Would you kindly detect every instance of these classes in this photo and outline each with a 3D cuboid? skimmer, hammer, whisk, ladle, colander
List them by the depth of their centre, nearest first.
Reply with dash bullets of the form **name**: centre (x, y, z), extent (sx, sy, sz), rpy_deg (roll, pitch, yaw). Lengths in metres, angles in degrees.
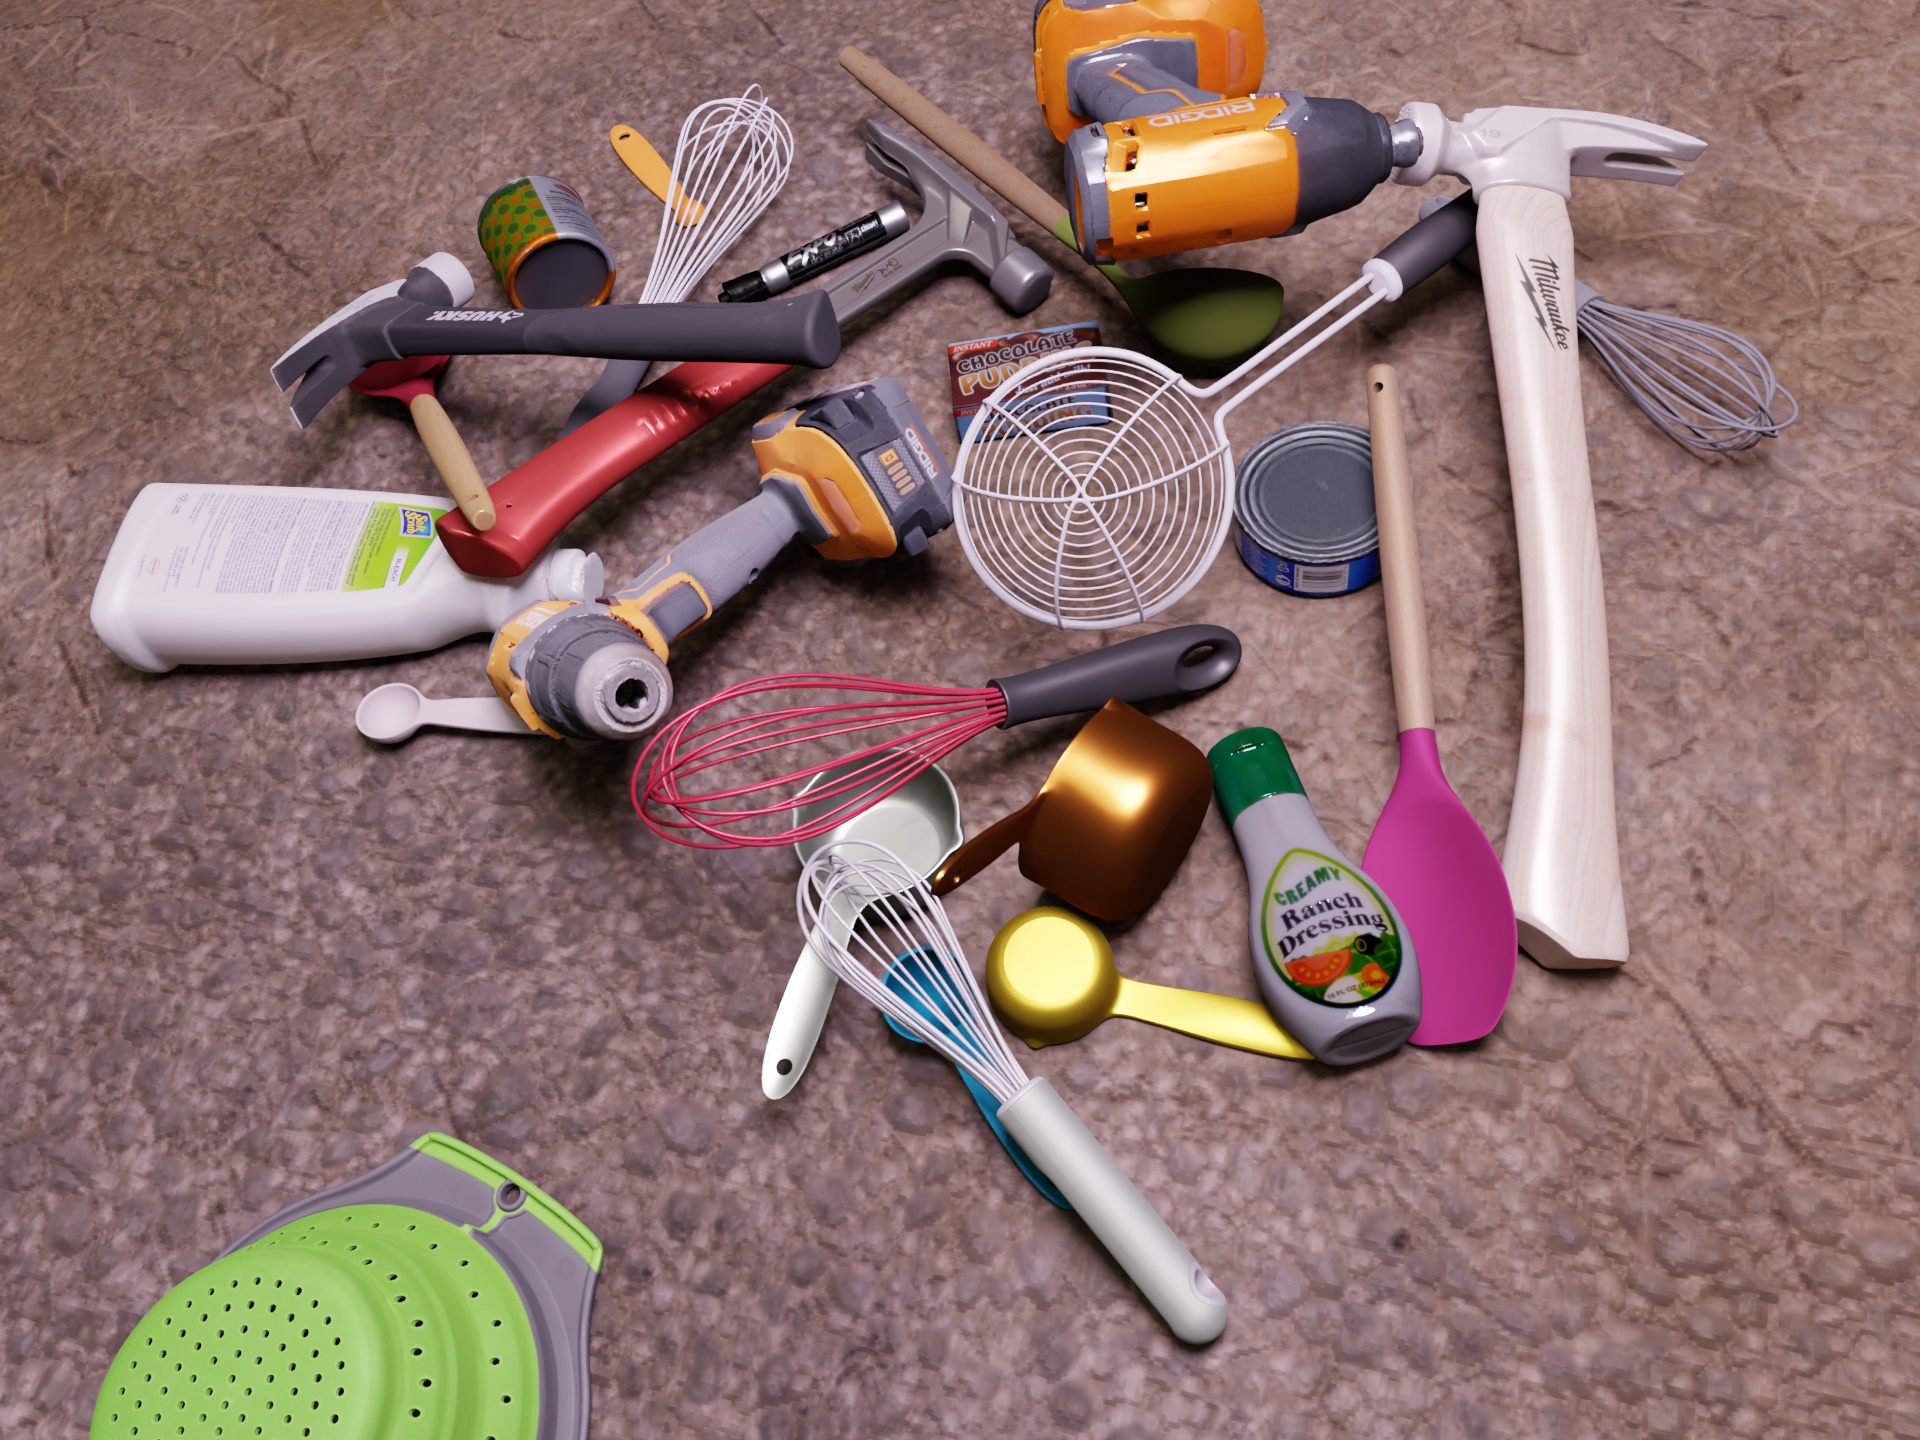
- **colander**: centre (-0.294, 0.329, 0.571), extent (0.205, 0.094, 0.397), rpy_deg (24, 66, 22)
- **whisk**: centre (0.018, 0.145, 0.634), extent (0.246, 0.057, 0.059), rpy_deg (48, 111, 15)
- **whisk**: centre (-0.001, -0.002, 0.699), extent (0.295, 0.073, 0.073), rpy_deg (-14, 56, -23)
- **hammer**: centre (0.274, -0.095, 0.711), extent (0.146, 0.038, 0.411), rpy_deg (4, 72, -3)
- **skimmer**: centre (0.152, -0.176, 0.779), extent (0.363, 0.090, 0.127), rpy_deg (-38, 92, -26)
- **hammer**: centre (-0.201, -0.193, 0.800), extent (0.335, 0.035, 0.146), rpy_deg (9, 43, 31)
- **whisk**: centre (0.320, -0.209, 0.809), extent (0.055, 0.055, 0.239), rpy_deg (-33, 55, -10)
- **ladle**: centre (-0.278, -0.159, 0.836), extent (0.069, 0.031, 0.316), rpy_deg (-31, 36, -9)
- **hammer**: centre (-0.124, -0.194, 0.844), extent (0.359, 0.036, 0.149), rpy_deg (-39, 72, -22)
- **ladle**: centre (0.046, -0.298, 0.878), extent (0.320, 0.078, 0.062), rpy_deg (44, 106, 22)
- **whisk**: centre (-0.168, -0.253, 0.921), extent (0.070, 0.070, 0.285), rpy_deg (14, 68, 17)

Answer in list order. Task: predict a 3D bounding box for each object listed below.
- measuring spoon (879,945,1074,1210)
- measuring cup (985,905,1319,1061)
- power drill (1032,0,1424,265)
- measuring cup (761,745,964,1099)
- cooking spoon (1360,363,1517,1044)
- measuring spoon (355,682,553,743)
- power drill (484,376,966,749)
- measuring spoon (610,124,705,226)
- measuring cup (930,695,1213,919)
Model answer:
- **measuring spoon**: centre (0.012, 0.152, 0.671), extent (0.042, 0.021, 0.129), rpy_deg (-35, 69, -7)
- **measuring cup**: centre (0.085, 0.116, 0.667), extent (0.156, 0.029, 0.062), rpy_deg (10, 62, 15)
- **power drill**: centre (0.123, -0.306, 0.794), extent (0.164, 0.084, 0.227), rpy_deg (-9, 41, 0)
- **measuring cup**: centre (-0.049, 0.091, 0.703), extent (0.083, 0.038, 0.168), rpy_deg (12, 65, 17)
- **cooking spoon**: centre (0.199, -0.018, 0.700), extent (0.069, 0.017, 0.319), rpy_deg (-17, 64, 37)
- **measuring spoon**: centre (-0.244, 0.001, 0.807), extent (0.124, 0.018, 0.034), rpy_deg (2, 55, 4)
- **power drill**: centre (-0.108, -0.068, 0.733), extent (0.226, 0.084, 0.185), rpy_deg (-38, 20, -16)
- **measuring spoon**: centre (-0.193, -0.347, 1.001), extent (0.021, 0.011, 0.117), rpy_deg (-32, 60, -10)
- **measuring cup**: centre (0.050, 0.051, 0.644), extent (0.052, 0.095, 0.173), rpy_deg (29, 25, 20)
